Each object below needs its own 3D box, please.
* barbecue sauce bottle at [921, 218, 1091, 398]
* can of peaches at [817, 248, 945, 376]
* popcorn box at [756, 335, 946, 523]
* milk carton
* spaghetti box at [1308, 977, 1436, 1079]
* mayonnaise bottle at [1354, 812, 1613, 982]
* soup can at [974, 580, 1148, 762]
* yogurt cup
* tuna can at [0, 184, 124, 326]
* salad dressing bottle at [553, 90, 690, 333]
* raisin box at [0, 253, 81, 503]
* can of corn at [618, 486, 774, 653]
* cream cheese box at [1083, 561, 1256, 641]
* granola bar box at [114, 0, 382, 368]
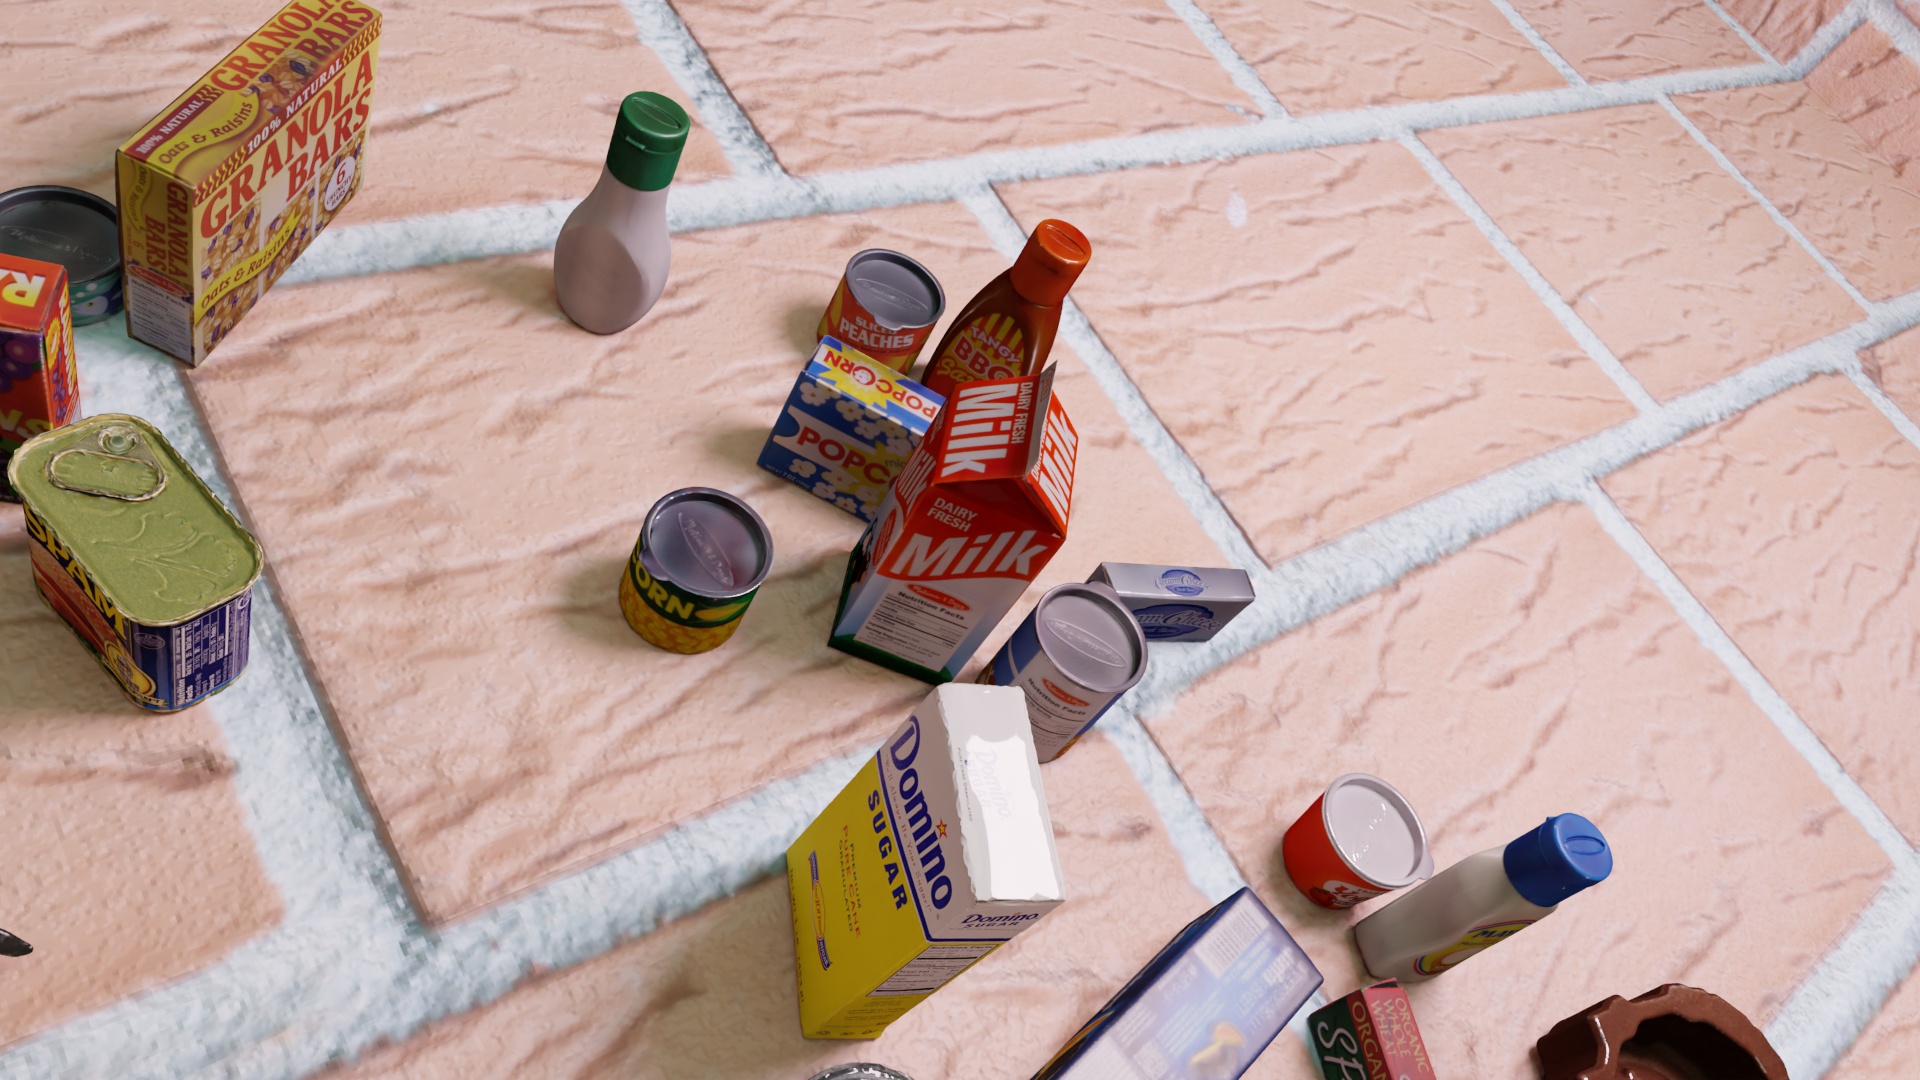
[{"bbox_3d":[0.031,-0.131,0.847,0.065,0.147,0.044,36,47,0],"label":"barbecue sauce bottle"},{"bbox_3d":[-0.051,-0.138,0.870,0.071,0.057,0.071,15,50,-18],"label":"can of peaches"},{"bbox_3d":[-0.041,-0.050,0.789,0.127,0.084,0.038,28,47,-7],"label":"popcorn box"},{"bbox_3d":[0.003,-0.009,0.709,0.073,0.189,0.073,22,48,-12],"label":"milk carton"},{"bbox_3d":[0.227,0.339,0.658,0.029,0.050,0.251,5,54,-25],"label":"spaghetti box"},{"bbox_3d":[0.276,0.190,0.733,0.065,0.147,0.041,5,54,-26],"label":"mayonnaise bottle"},{"bbox_3d":[0.053,0.071,0.748,0.071,0.083,0.072,15,50,-18],"label":"soup can"},{"bbox_3d":[0.218,0.172,0.780,0.072,0.053,0.073,15,50,-18],"label":"yogurt cup"},{"bbox_3d":[-0.440,-0.136,0.675,0.071,0.032,0.071,15,50,-18],"label":"tuna can"},{"bbox_3d":[-0.185,-0.179,0.767,0.064,0.147,0.044,32,47,-4],"label":"salad dressing bottle"},{"bbox_3d":[-0.417,-0.068,0.572,0.086,0.122,0.040,10,52,-22],"label":"raisin box"},{"bbox_3d":[-0.137,0.017,0.704,0.071,0.058,0.071,15,50,-18],"label":"can of corn"},{"bbox_3d":[0.119,0.038,0.829,0.104,0.053,0.024,3,55,-27],"label":"cream cheese box"},{"bbox_3d":[-0.354,-0.185,0.697,0.039,0.123,0.166,25,48,-9],"label":"granola bar box"}]
